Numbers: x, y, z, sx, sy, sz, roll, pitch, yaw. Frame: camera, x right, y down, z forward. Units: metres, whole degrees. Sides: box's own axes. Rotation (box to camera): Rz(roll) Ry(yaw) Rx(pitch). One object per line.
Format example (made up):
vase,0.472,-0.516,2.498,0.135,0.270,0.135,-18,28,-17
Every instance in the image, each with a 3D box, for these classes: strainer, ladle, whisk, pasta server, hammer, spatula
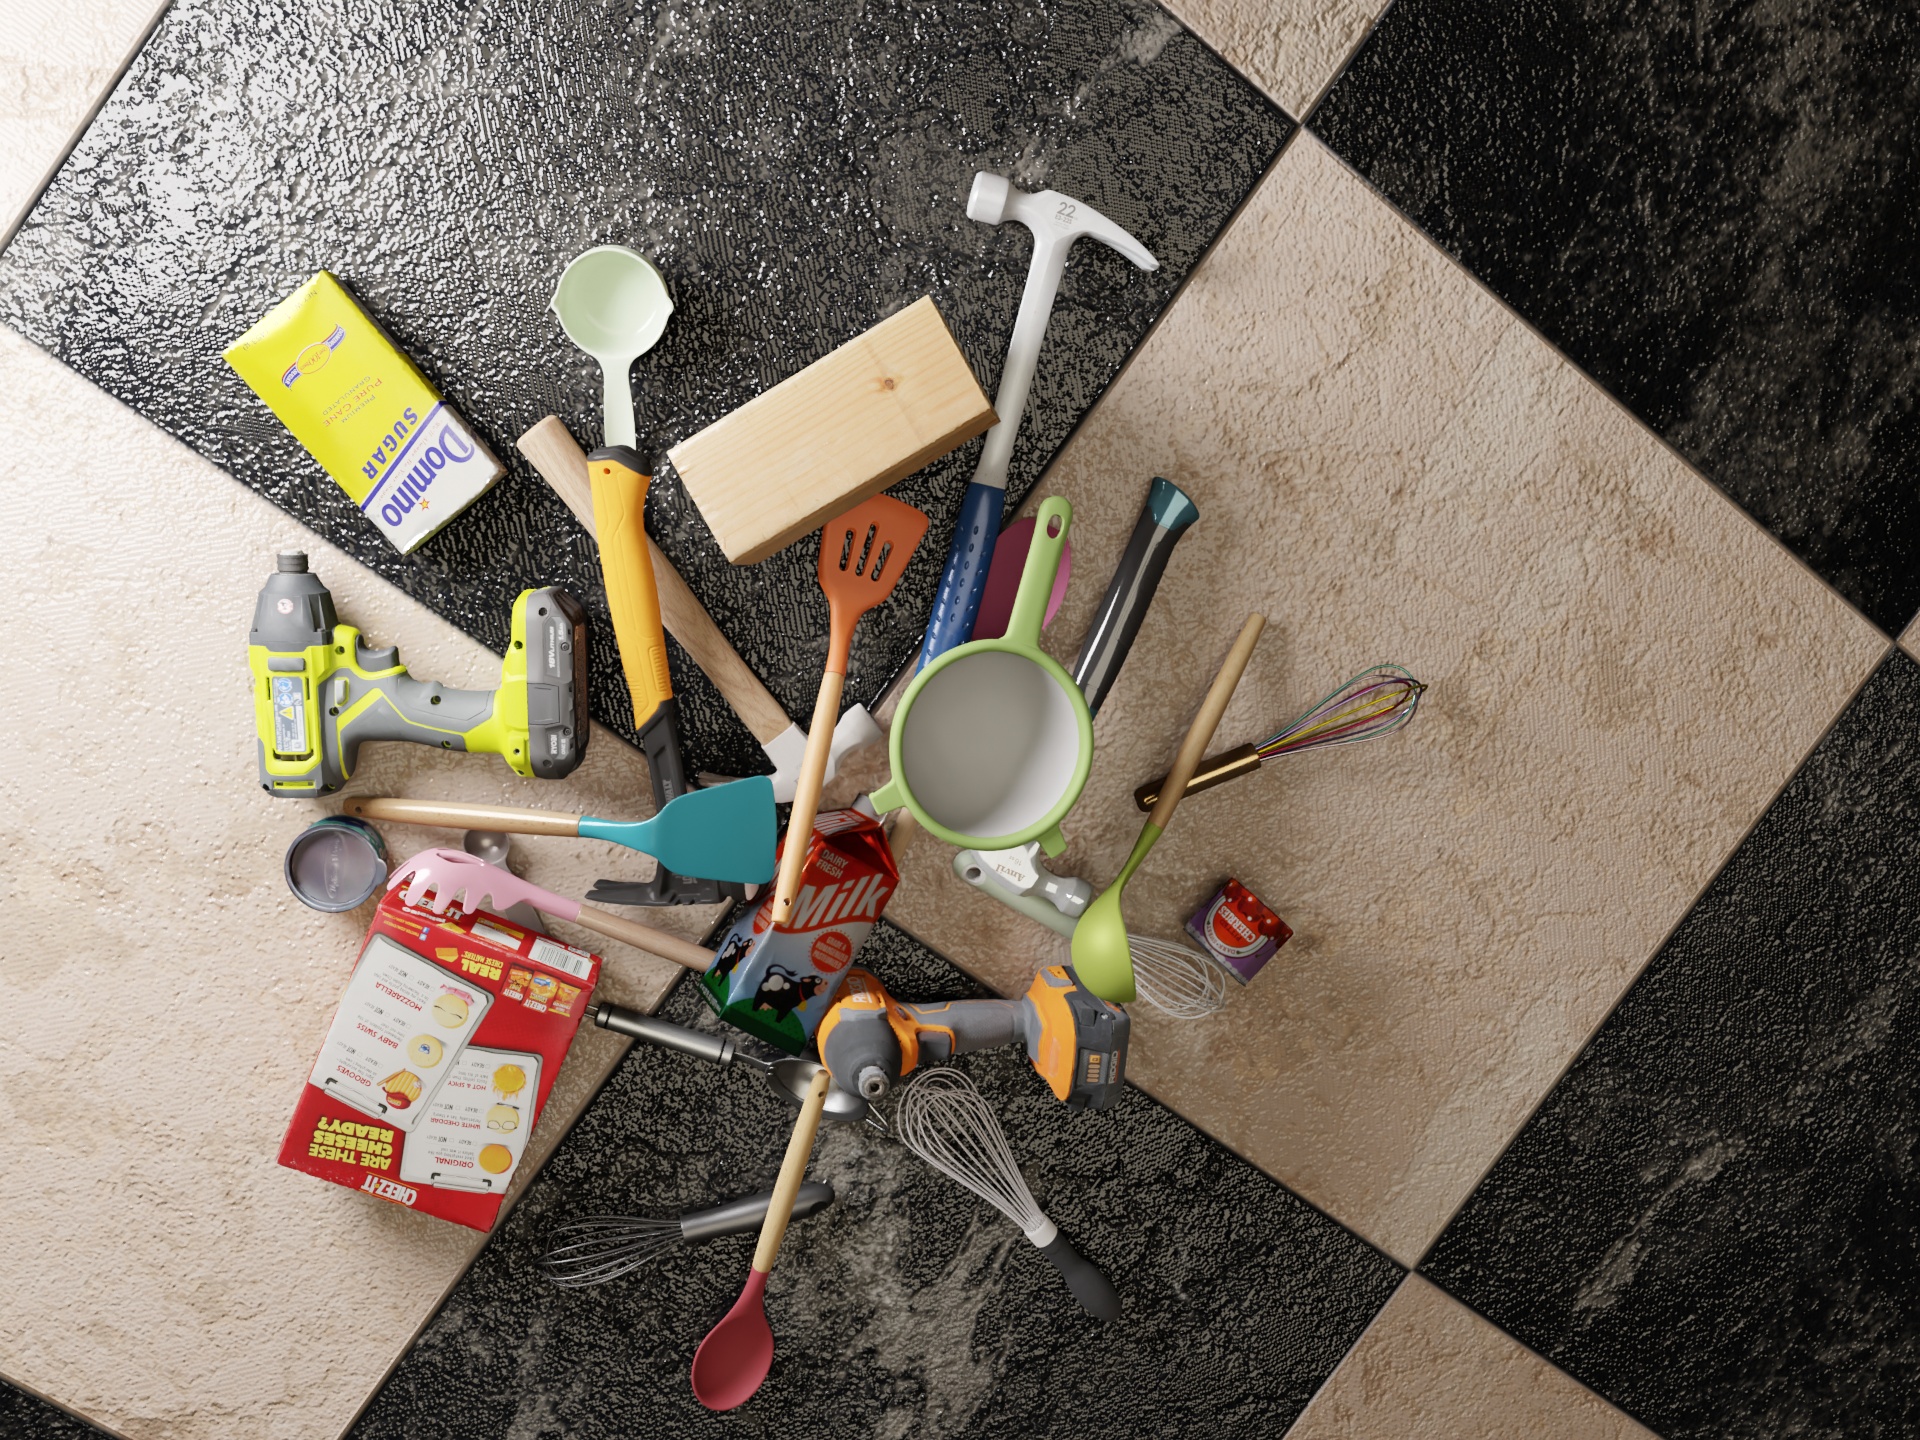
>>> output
strainer,0.029,-0.036,1.144,0.151,0.069,0.256,15,90,-18
ladle,-0.147,0.402,1.227,0.069,0.031,0.315,6,113,-32
whisk,0.251,0.017,1.242,0.245,0.047,0.051,-22,104,-1
whisk,0.045,0.387,1.272,0.070,0.070,0.284,-38,107,-1
pasta server,-0.262,0.159,1.180,0.316,0.060,0.040,24,97,-20
whisk,0.102,0.166,1.245,0.246,0.059,0.057,29,110,-7
hammer,0.099,-0.025,1.203,0.128,0.033,0.331,24,91,-3
spatula,-0.093,-0.012,1.143,0.081,0.041,0.323,17,71,-19
hammer,0.029,-0.181,1.165,0.144,0.035,0.405,14,96,-6
hammer,-0.206,-0.077,1.160,0.130,0.031,0.331,-38,103,-1
strainer,-0.171,0.256,1.221,0.258,0.050,0.086,19,141,-6
hammer,-0.229,-0.026,1.133,0.127,0.034,0.336,-4,106,8
ladle,0.169,0.062,1.201,0.062,0.078,0.320,27,78,6
spatula,-0.291,0.072,1.141,0.317,0.044,0.082,4,108,10
whisk,-0.215,0.394,1.238,0.239,0.055,0.055,-10,101,-11

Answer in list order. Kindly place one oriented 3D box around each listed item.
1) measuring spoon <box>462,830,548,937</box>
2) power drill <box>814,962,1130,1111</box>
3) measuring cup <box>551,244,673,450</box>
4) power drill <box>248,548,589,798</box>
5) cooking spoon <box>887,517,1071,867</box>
measuring spoon,-0.335,0.128,1.189,0.034,0.018,0.124,-21,109,-2
power drill,0.006,0.238,1.182,0.226,0.164,0.084,3,102,-11
measuring cup,-0.242,-0.252,1.128,0.083,0.038,0.167,0,117,-5
power drill,-0.381,-0.034,1.121,0.223,0.080,0.171,0,100,-5
cooking spoon,-0.002,-0.004,1.211,0.069,0.017,0.319,26,96,4
